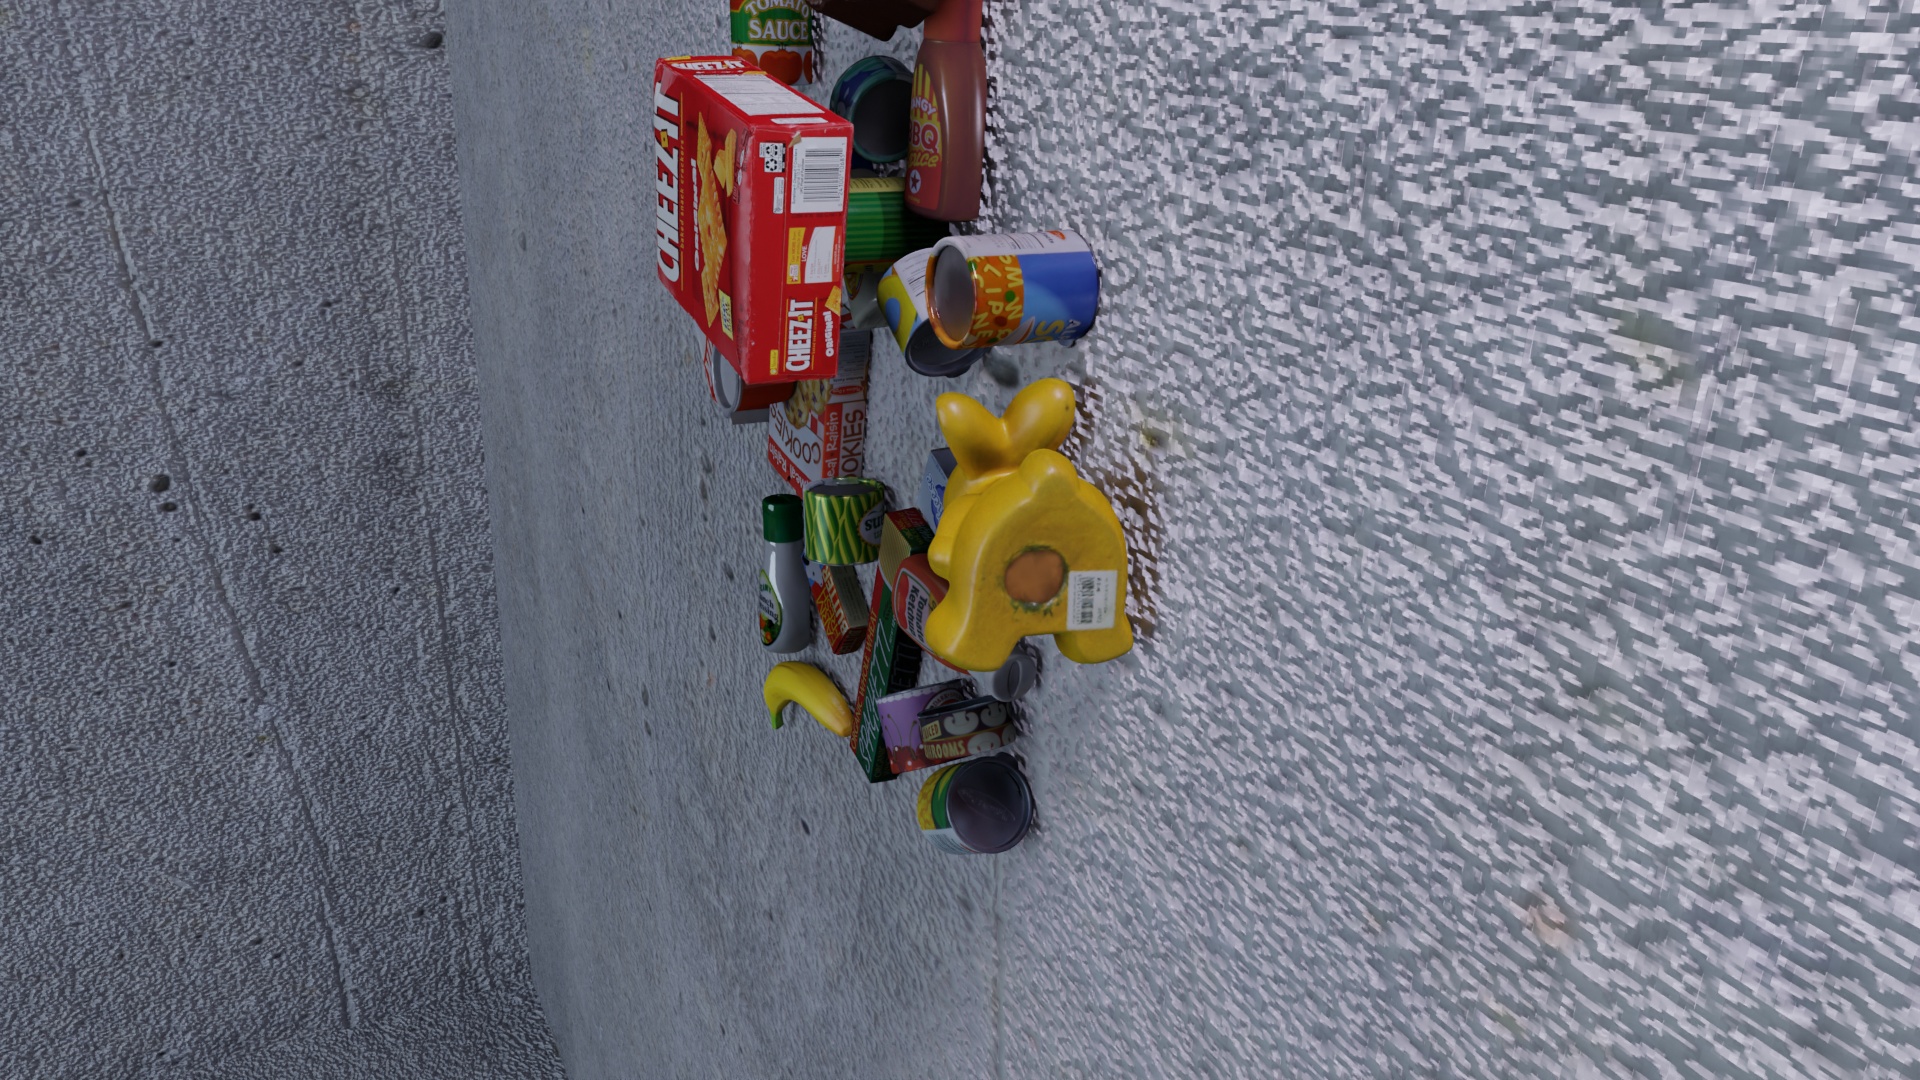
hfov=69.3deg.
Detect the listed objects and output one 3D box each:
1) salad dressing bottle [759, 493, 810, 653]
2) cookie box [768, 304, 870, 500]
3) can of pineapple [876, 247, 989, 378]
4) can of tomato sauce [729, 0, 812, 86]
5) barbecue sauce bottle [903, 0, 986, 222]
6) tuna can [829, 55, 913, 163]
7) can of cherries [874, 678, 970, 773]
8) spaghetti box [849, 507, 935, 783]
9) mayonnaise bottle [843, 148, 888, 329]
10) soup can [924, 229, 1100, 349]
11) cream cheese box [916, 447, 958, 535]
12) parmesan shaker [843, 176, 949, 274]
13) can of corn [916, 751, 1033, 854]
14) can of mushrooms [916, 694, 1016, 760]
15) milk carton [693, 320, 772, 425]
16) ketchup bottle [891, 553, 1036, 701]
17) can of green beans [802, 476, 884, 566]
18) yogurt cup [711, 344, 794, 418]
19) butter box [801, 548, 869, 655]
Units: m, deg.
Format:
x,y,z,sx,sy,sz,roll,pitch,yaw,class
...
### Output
x,y,z,sx,sy,sz,roll,pitch,yaw,class
-0.166,0.031,1.301,0.064,0.044,0.147,30,124,56,salad dressing bottle
-0.123,-0.120,1.175,0.123,0.040,0.166,44,136,50,cookie box
-0.017,-0.151,0.929,0.058,0.071,0.070,64,149,31,can of pineapple
-0.151,-0.410,1.114,0.071,0.071,0.082,36,130,55,can of tomato sauce
-0.008,-0.285,0.897,0.065,0.044,0.147,39,131,53,barbecue sauce bottle
-0.056,-0.295,0.958,0.033,0.071,0.070,53,142,42,tuna can
-0.024,0.137,1.031,0.071,0.072,0.058,-27,75,62,can of cherries
-0.055,0.091,1.119,0.050,0.029,0.248,52,141,45,spaghetti box
-0.074,-0.237,1.043,0.064,0.041,0.148,-34,68,63,mayonnaise bottle
0.030,-0.145,0.819,0.071,0.084,0.071,30,125,57,soup can
0.003,-0.012,0.978,0.104,0.024,0.053,60,147,37,cream cheese box
-0.066,-0.218,0.964,0.071,0.103,0.071,30,124,58,parmesan shaker
0.010,0.186,0.981,0.058,0.071,0.071,-30,71,62,can of corn
0.003,0.130,0.970,0.071,0.071,0.033,-14,87,63,can of mushrooms
-0.195,-0.195,1.261,0.073,0.072,0.191,-41,61,59,milk carton
0.002,0.064,0.984,0.149,0.044,0.064,38,131,53,ketchup bottle
-0.094,-0.016,1.121,0.071,0.071,0.057,28,122,58,can of green beans
-0.173,-0.142,1.161,0.072,0.054,0.072,25,119,59,yogurt cup
-0.109,0.043,1.216,0.053,0.024,0.104,-55,50,53,butter box
